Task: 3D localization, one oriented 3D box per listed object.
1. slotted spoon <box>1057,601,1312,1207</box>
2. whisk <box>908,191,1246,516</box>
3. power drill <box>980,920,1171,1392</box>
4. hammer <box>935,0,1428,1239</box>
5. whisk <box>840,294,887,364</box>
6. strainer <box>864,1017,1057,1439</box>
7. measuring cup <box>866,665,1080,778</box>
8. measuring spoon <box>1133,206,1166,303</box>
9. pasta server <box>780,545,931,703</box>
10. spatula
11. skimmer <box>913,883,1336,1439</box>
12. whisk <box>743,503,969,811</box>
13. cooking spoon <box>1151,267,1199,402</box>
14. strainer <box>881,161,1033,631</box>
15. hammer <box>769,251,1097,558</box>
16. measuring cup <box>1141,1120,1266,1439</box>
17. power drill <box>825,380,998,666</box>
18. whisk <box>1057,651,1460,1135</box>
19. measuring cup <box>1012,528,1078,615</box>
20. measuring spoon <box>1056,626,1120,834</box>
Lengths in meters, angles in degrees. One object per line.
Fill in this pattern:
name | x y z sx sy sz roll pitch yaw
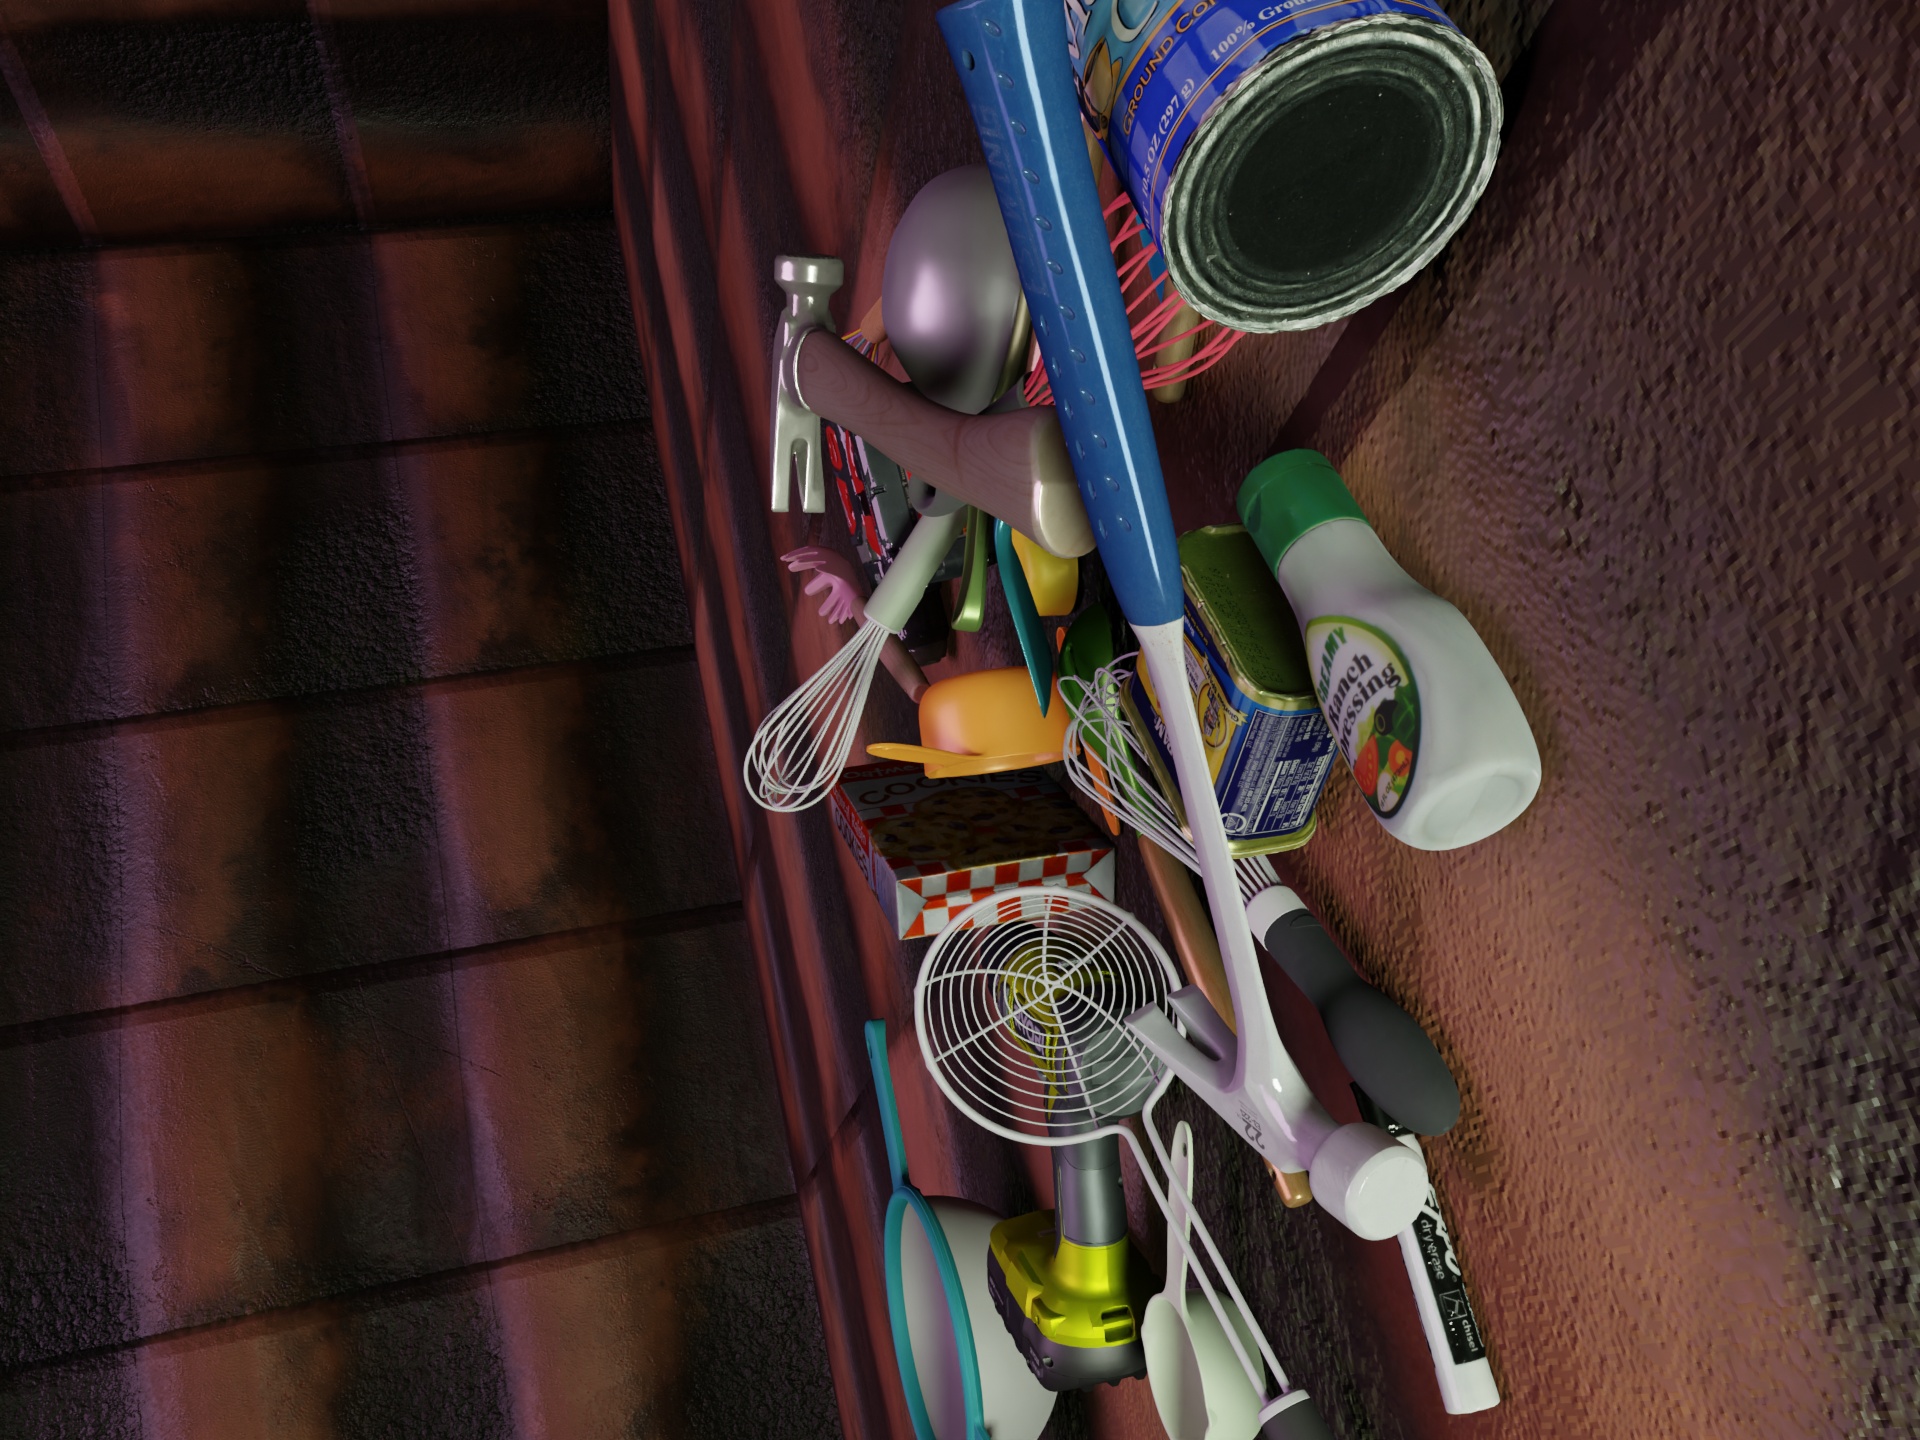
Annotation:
slotted spoon | 0.099 0.075 0.749 0.070 0.031 0.314 99 156 -56
whisk | 0.043 -0.145 0.668 0.296 0.073 0.073 -29 69 61
power drill | 0.058 0.233 0.899 0.191 0.080 0.228 -147 53 -69
hammer | 0.063 -0.025 0.524 0.144 0.035 0.405 27 137 63
whisk | -0.065 -0.278 1.164 0.047 0.051 0.245 61 162 -4
strainer | 0.003 0.374 1.151 0.210 0.095 0.341 111 150 -57
measuring cup | -0.001 -0.003 0.849 0.173 0.095 0.052 8 -107 -59
measuring spoon | 0.084 -0.229 0.670 0.042 0.021 0.128 -167 60 -74
pasta server | -0.067 -0.063 1.048 0.060 0.040 0.316 56 179 -25
spatula | 0.050 -0.160 0.748 0.082 0.044 0.317 -73 -6 -68
skimmer | 0.095 0.233 0.676 0.090 0.127 0.364 37 -161 -53
whisk | -0.049 -0.050 0.914 0.246 0.059 0.058 -57 29 11
cooking spoon | 0.098 -0.261 0.581 0.069 0.017 0.318 -121 27 -45
strainer | -0.010 -0.175 0.826 0.151 0.069 0.256 155 121 -74
hammer | -0.028 -0.129 0.738 0.411 0.038 0.146 -135 46 -63
measuring cup | 0.120 0.271 0.765 0.083 0.038 0.167 -152 60 -72
power drill | -0.031 -0.125 1.038 0.227 0.080 0.188 -164 59 -78
whisk | 0.111 0.059 0.642 0.285 0.070 0.070 -123 29 -50
measuring cup | 0.031 -0.127 0.886 0.062 0.029 0.157 107 152 -59
measuring spoon | 0.071 0.004 0.853 0.021 0.011 0.117 124 133 -75
